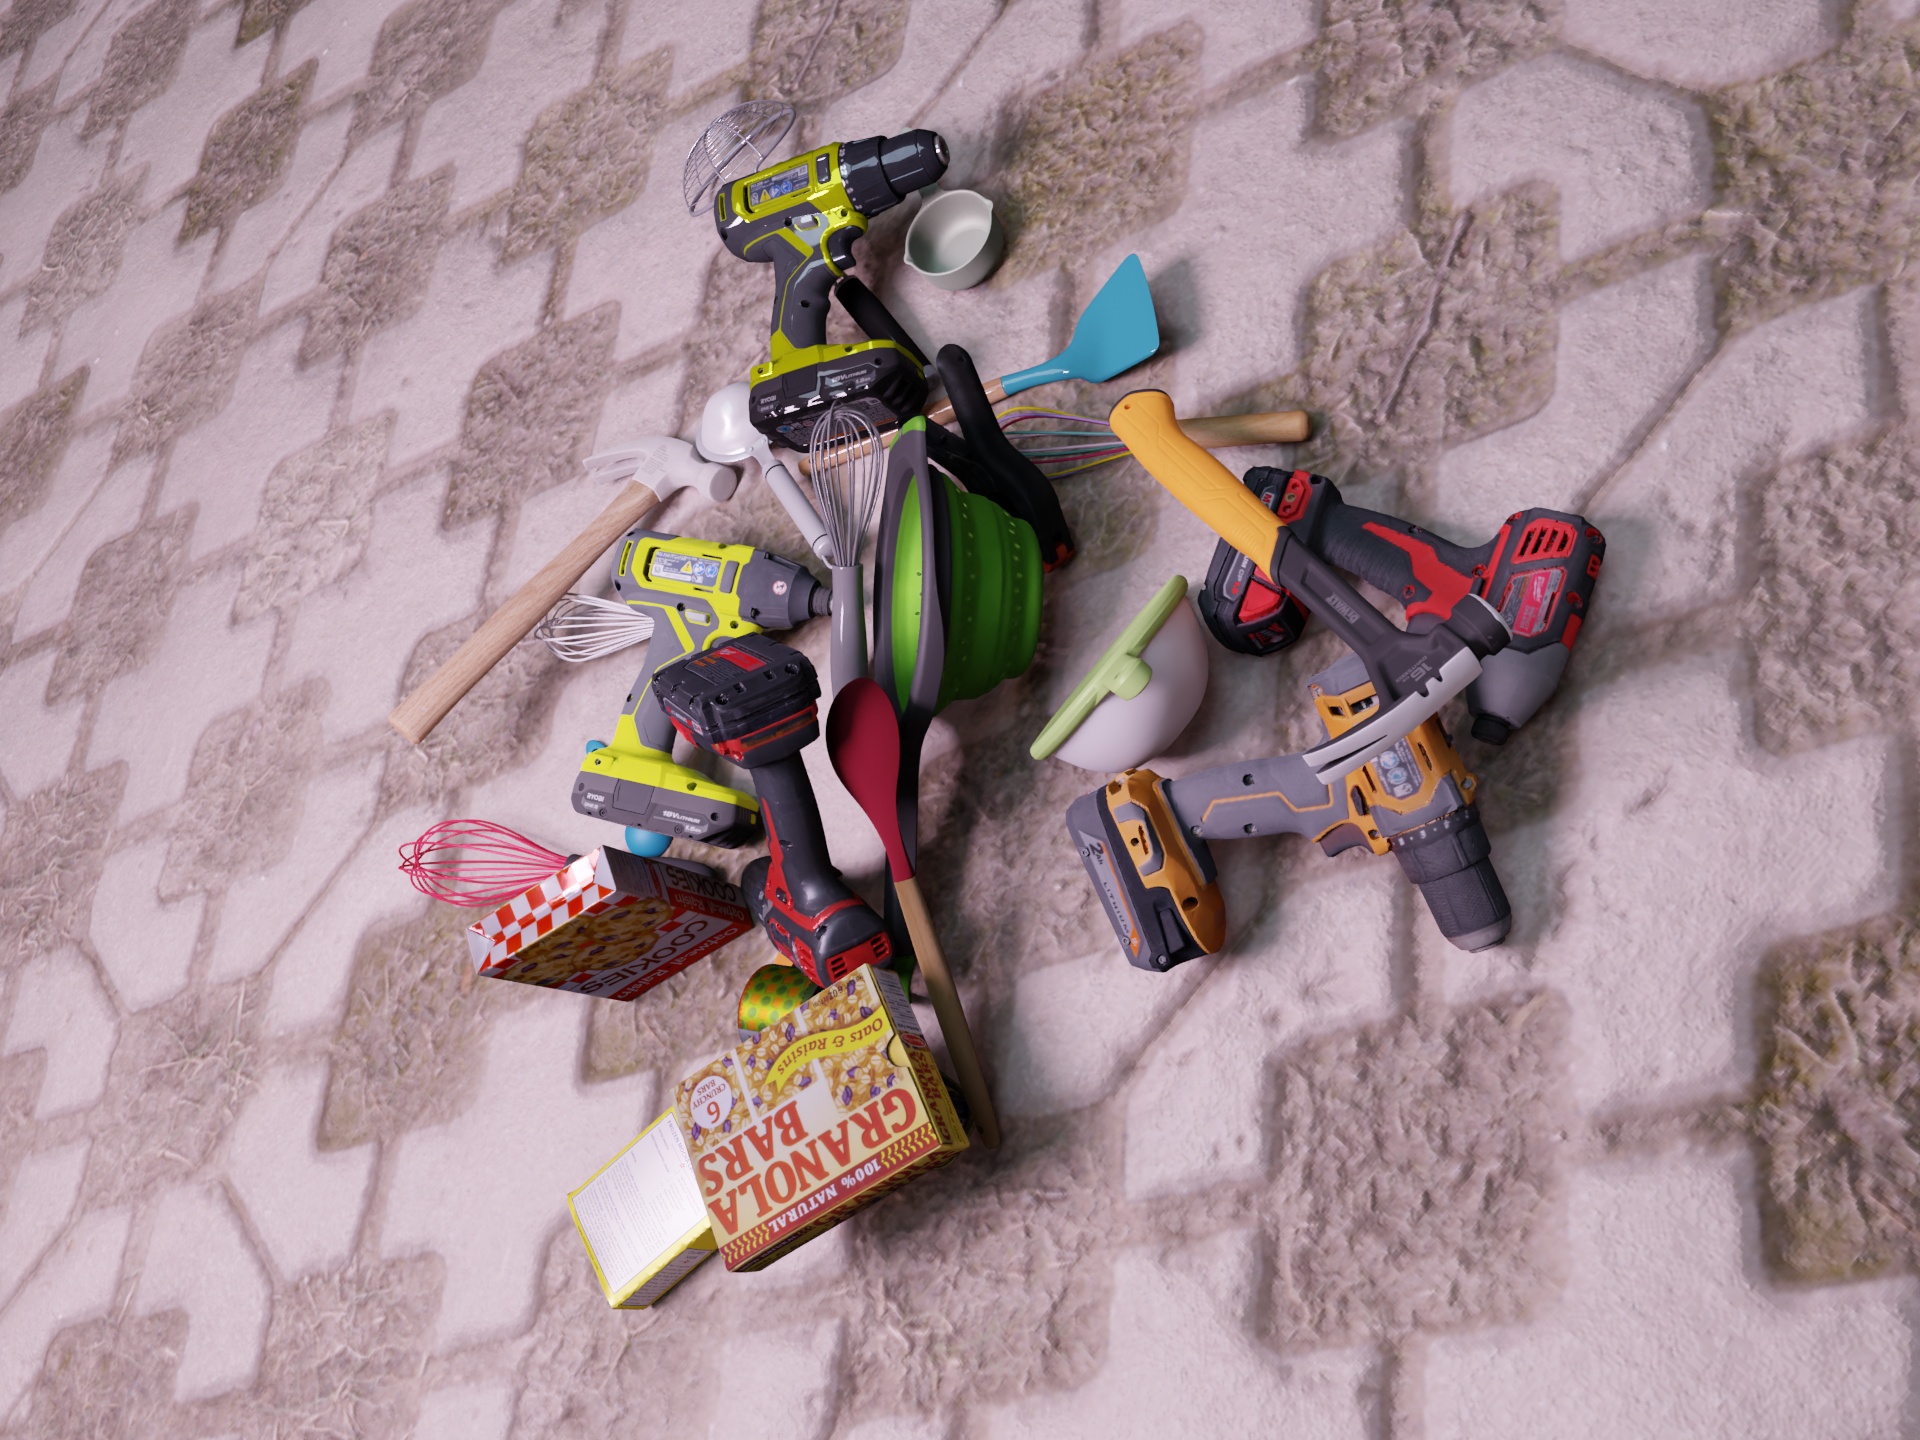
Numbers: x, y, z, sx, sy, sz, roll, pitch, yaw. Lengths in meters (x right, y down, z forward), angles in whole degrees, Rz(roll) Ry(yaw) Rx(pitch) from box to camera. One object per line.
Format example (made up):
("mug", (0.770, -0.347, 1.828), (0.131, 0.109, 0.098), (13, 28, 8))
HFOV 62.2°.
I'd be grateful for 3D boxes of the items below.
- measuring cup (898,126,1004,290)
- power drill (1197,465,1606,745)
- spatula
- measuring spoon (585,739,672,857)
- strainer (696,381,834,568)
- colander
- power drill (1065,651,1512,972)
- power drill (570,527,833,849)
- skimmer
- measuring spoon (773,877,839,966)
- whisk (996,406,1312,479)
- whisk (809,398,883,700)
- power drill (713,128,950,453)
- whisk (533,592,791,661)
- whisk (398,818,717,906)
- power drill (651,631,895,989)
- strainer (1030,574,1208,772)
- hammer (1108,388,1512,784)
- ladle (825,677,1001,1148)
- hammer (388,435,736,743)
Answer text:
("measuring cup", (-0.015, -0.413, 1.280), (0.083, 0.038, 0.168), (-30, 59, 16))
("power drill", (0.269, -0.074, 0.984), (0.220, 0.078, 0.143), (17, 81, 29))
("spatula", (0.006, -0.250, 1.205), (0.317, 0.044, 0.082), (-18, 71, 23))
("measuring spoon", (-0.270, 0.057, 1.256), (0.042, 0.021, 0.129), (-45, 60, 7))
("strainer", (-0.150, -0.203, 1.258), (0.087, 0.050, 0.259), (-34, 55, -2))
("colander", (-0.002, -0.003, 1.092), (0.094, 0.204, 0.397), (2, 89, -12))
("power drill", (0.199, 0.078, 0.948), (0.226, 0.084, 0.185), (-26, 86, 21))
("power drill", (-0.193, -0.023, 1.189), (0.171, 0.080, 0.223), (11, 83, 13))
("skimmer", (-0.117, -0.390, 1.331), (0.127, 0.090, 0.363), (-42, 68, 9))
("measuring spoon", (-0.116, 0.160, 1.147), (0.021, 0.011, 0.117), (23, 81, 37))
("whisk", (0.125, -0.204, 1.126), (0.245, 0.051, 0.047), (0, 67, 25))
("whisk", (-0.082, -0.112, 1.154), (0.055, 0.055, 0.239), (8, 106, 30))
("power drill", (-0.091, -0.337, 1.221), (0.190, 0.080, 0.229), (-12, 74, 22))
("whisk", (-0.240, -0.079, 1.277), (0.246, 0.058, 0.059), (-2, 106, 24))
("whisk", (-0.318, 0.115, 1.244), (0.296, 0.073, 0.073), (1, 73, 23))
("power drill", (-0.127, 0.061, 1.061), (0.080, 0.226, 0.188), (-25, 21, -21))
("strainer", (0.115, -0.014, 0.971), (0.069, 0.256, 0.151), (40, 94, -1))
("hammer", (0.175, -0.105, 0.956), (0.127, 0.034, 0.337), (-41, 45, 7))
("ladle", (-0.028, 0.126, 1.023), (0.069, 0.031, 0.315), (-16, 93, 47))
("hammer", (-0.334, -0.111, 1.287), (0.130, 0.031, 0.331), (28, 67, 34))
